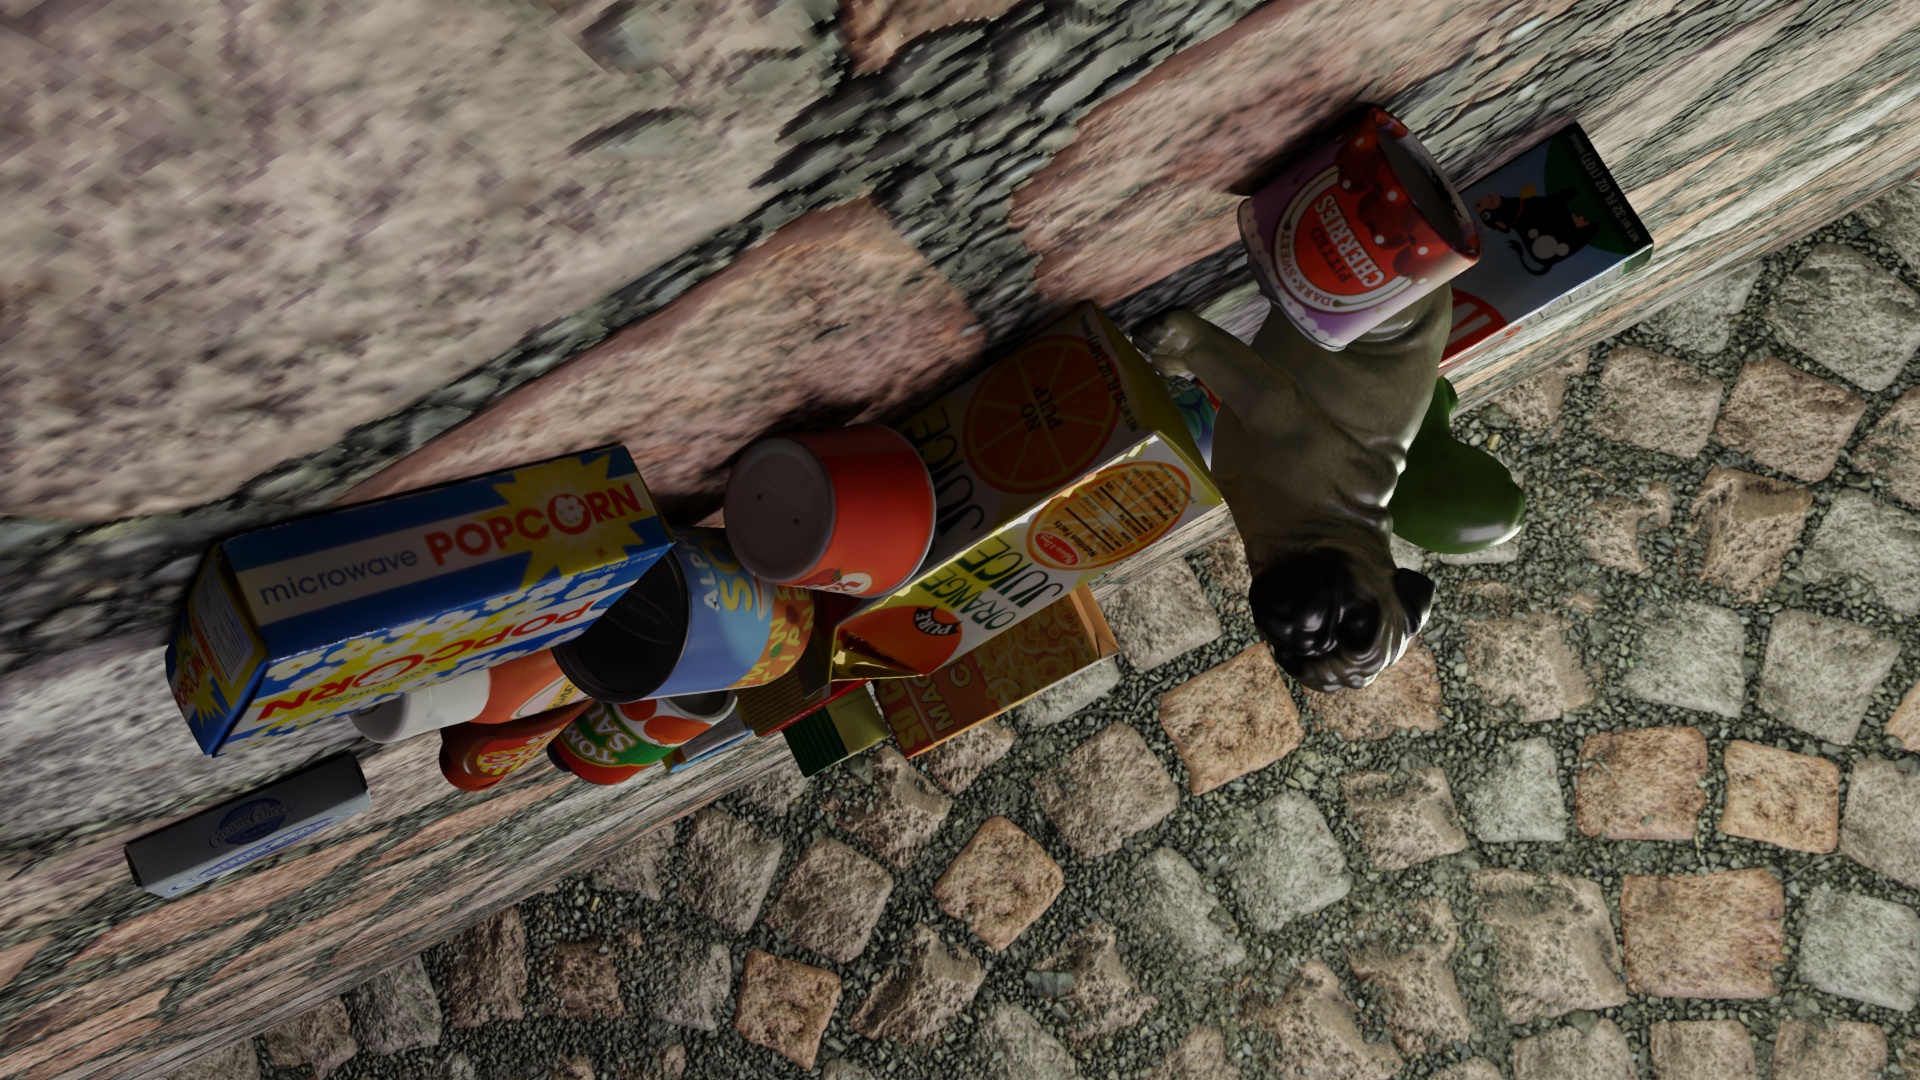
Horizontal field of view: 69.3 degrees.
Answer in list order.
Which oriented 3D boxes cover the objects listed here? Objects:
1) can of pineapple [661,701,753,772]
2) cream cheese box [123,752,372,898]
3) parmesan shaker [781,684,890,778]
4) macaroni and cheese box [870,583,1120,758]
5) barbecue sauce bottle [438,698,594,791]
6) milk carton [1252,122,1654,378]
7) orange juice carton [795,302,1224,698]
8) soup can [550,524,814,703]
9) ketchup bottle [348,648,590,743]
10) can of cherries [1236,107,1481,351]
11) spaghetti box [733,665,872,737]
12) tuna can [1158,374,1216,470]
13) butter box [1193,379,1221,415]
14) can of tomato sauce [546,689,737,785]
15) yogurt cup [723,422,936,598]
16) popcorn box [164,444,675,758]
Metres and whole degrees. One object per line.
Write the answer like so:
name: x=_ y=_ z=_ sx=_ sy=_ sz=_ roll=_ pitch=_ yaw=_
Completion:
can of pineapple: x=-0.184 y=0.121 z=0.958 sx=0.071 sy=0.058 sz=0.071 roll=-27 pitch=172 yaw=-4
cream cheese box: x=-0.340 y=0.138 z=0.672 sx=0.104 sy=0.024 sz=0.053 roll=-23 pitch=171 yaw=-25
parmesan shaker: x=-0.102 y=0.104 z=0.953 sx=0.071 sy=0.103 sz=0.071 roll=-26 pitch=172 yaw=-4
macaroni and cheese box: x=0.007 y=0.058 z=0.945 sx=0.166 sy=0.124 sz=0.040 roll=-31 pitch=168 yaw=25
barbecue sauce bottle: x=-0.221 y=0.088 z=0.670 sx=0.065 sy=0.044 sz=0.148 roll=-22 pitch=171 yaw=-35
milk carton: x=0.253 y=-0.129 z=0.730 sx=0.190 sy=0.072 sz=0.073 roll=-32 pitch=171 yaw=24
orange juice carton: x=0.002 y=-0.007 z=0.580 sx=0.192 sy=0.072 sz=0.073 roll=-32 pitch=145 yaw=16
soup can: x=-0.104 y=0.024 z=0.536 sx=0.071 sy=0.071 sz=0.084 roll=-30 pitch=166 yaw=23
ketchup bottle: x=-0.172 y=0.046 z=0.556 sx=0.064 sy=0.043 sz=0.149 roll=-41 pitch=166 yaw=28
can of cherries: x=0.141 y=-0.110 z=0.494 sx=0.058 sy=0.071 sz=0.072 roll=-33 pitch=170 yaw=35
spaghetti box: x=-0.007 y=0.019 z=0.681 sx=0.249 sy=0.050 sz=0.029 roll=-30 pitch=172 yaw=16
tuna can: x=0.106 y=-0.057 z=0.747 sx=0.033 sy=0.071 sz=0.070 roll=-23 pitch=171 yaw=-32
butter box: x=0.145 y=-0.078 z=0.876 sx=0.053 sy=0.024 sz=0.103 roll=-22 pitch=171 yaw=-36
can of tomato sauce: x=-0.169 y=0.083 z=0.729 sx=0.083 sy=0.071 sz=0.071 roll=-32 pitch=170 yaw=29
yogurt cup: x=-0.051 y=-0.012 z=0.520 sx=0.072 sy=0.072 sz=0.054 roll=-32 pitch=163 yaw=31
popcorn box: x=-0.163 y=0.017 z=0.421 sx=0.127 sy=0.038 sz=0.085 roll=-19 pitch=168 yaw=-43
